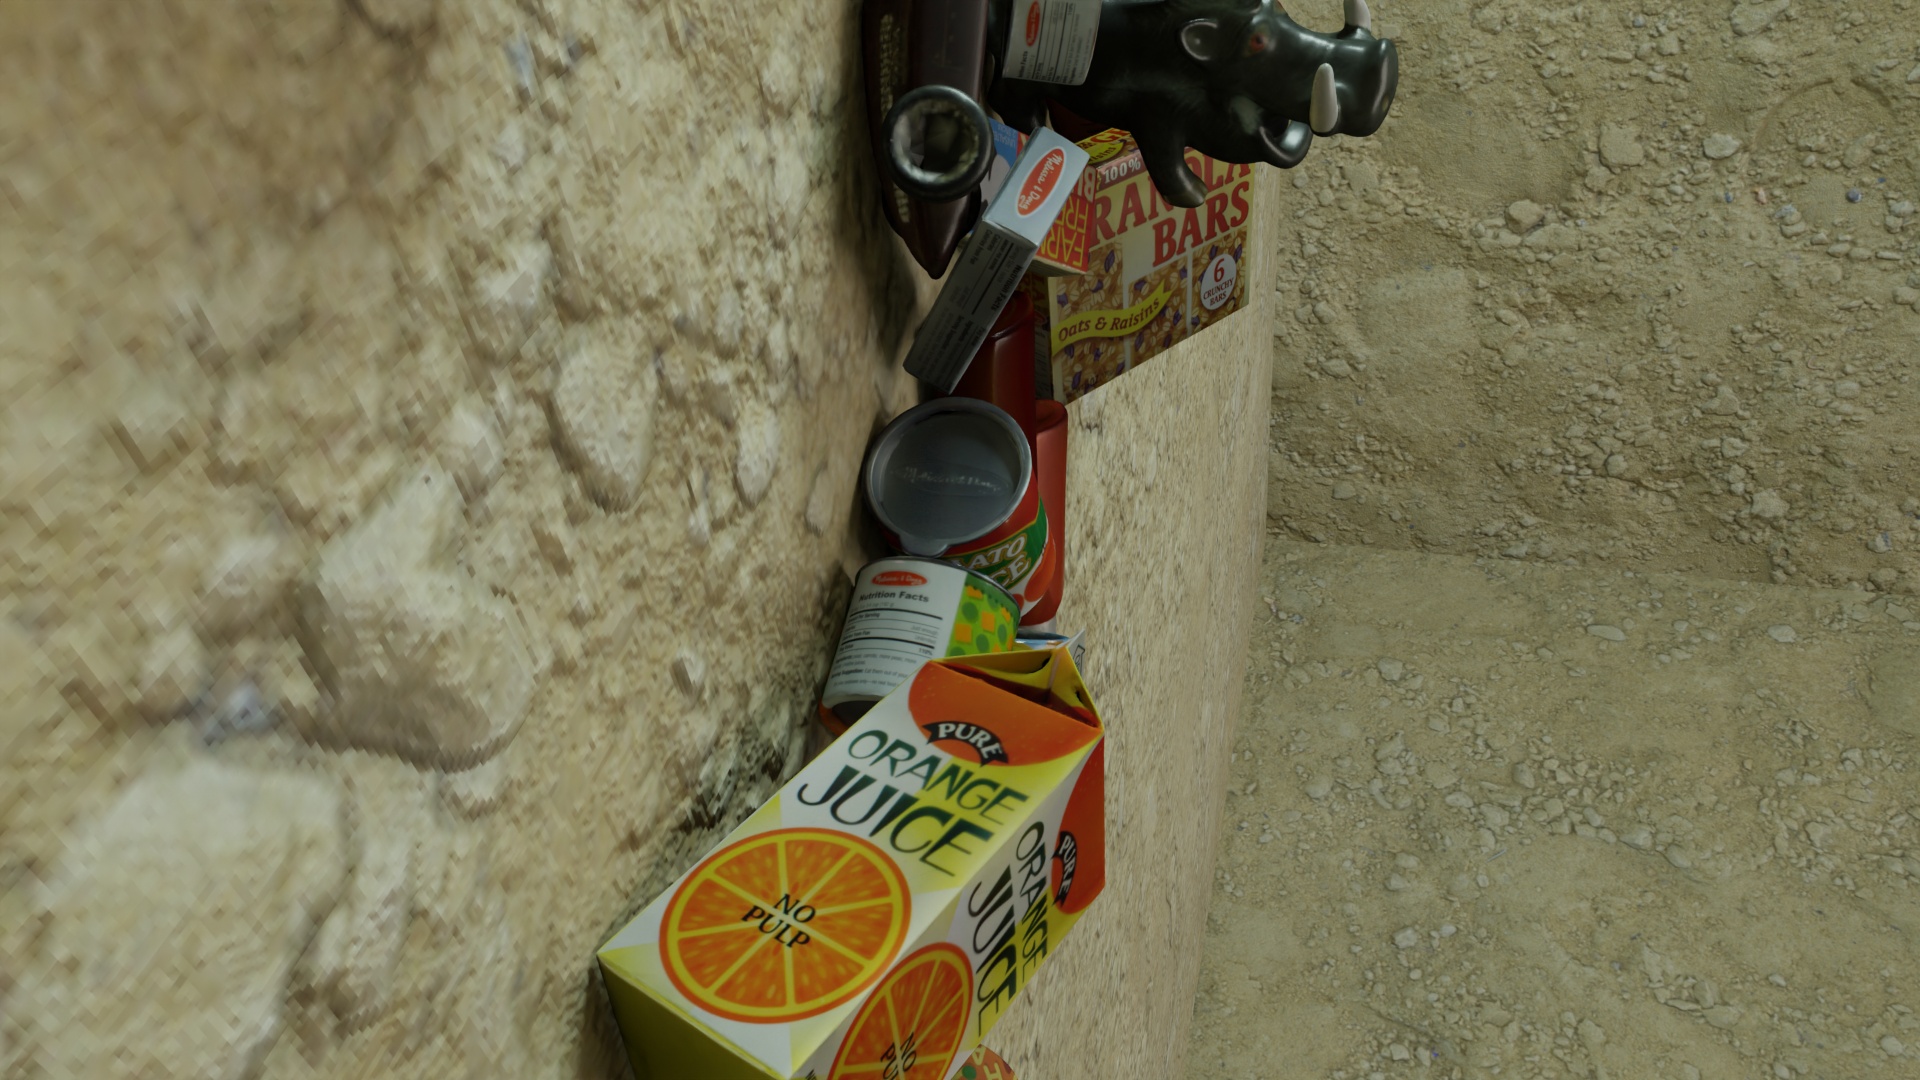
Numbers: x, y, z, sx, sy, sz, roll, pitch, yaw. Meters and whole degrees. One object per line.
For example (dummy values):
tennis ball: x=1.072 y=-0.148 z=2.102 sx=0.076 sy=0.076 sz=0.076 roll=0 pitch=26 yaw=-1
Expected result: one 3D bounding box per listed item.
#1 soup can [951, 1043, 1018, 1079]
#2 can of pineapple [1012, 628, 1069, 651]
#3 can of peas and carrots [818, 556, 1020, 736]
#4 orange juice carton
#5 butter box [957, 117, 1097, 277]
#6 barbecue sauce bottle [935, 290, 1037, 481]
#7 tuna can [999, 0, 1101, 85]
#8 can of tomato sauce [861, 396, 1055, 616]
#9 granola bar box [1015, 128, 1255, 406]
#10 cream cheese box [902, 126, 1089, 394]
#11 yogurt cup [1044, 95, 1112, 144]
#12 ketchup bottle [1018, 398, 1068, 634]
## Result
soup can: x=-0.011 y=0.269 z=0.604 sx=0.084 sy=0.071 sz=0.071 roll=-62 pitch=153 yaw=-55
can of pineapple: x=0.018 y=0.072 z=0.650 sx=0.071 sy=0.071 sz=0.058 roll=2 pitch=92 yaw=-75
can of peas and carrots: x=-0.014 y=0.048 z=0.527 sx=0.070 sy=0.071 sz=0.059 roll=70 pitch=30 yaw=-57
orange juice carton: x=-0.012 y=0.104 z=0.433 sx=0.194 sy=0.073 sz=0.071 roll=-39 pitch=136 yaw=-41
butter box: x=0.023 y=-0.152 z=0.617 sx=0.104 sy=0.024 sz=0.053 roll=2 pitch=94 yaw=-54
barbecue sauce bottle: x=0.013 y=-0.038 z=0.643 sx=0.065 sy=0.044 sz=0.147 roll=-60 pitch=151 yaw=-54
tuna can: x=0.035 y=-0.208 z=0.522 sx=0.071 sy=0.033 sz=0.071 roll=-165 pitch=-99 yaw=-88
can of tomato sauce: x=0.002 y=-0.007 z=0.567 sx=0.082 sy=0.071 sz=0.071 roll=68 pitch=31 yaw=-61
granola bar box: x=0.093 y=-0.160 z=0.751 sx=0.166 sy=0.039 sz=0.123 roll=-31 pitch=132 yaw=-32
cream cheese box: x=0.011 y=-0.104 z=0.530 sx=0.053 sy=0.024 sz=0.103 roll=-61 pitch=-176 yaw=-31
yogurt cup: x=0.073 y=-0.254 z=0.753 sx=0.054 sy=0.072 sz=0.072 roll=44 pitch=53 yaw=-61
ketchup bottle: x=0.033 y=0.004 z=0.726 sx=0.065 sy=0.043 sz=0.148 roll=-51 pitch=143 yaw=-62
